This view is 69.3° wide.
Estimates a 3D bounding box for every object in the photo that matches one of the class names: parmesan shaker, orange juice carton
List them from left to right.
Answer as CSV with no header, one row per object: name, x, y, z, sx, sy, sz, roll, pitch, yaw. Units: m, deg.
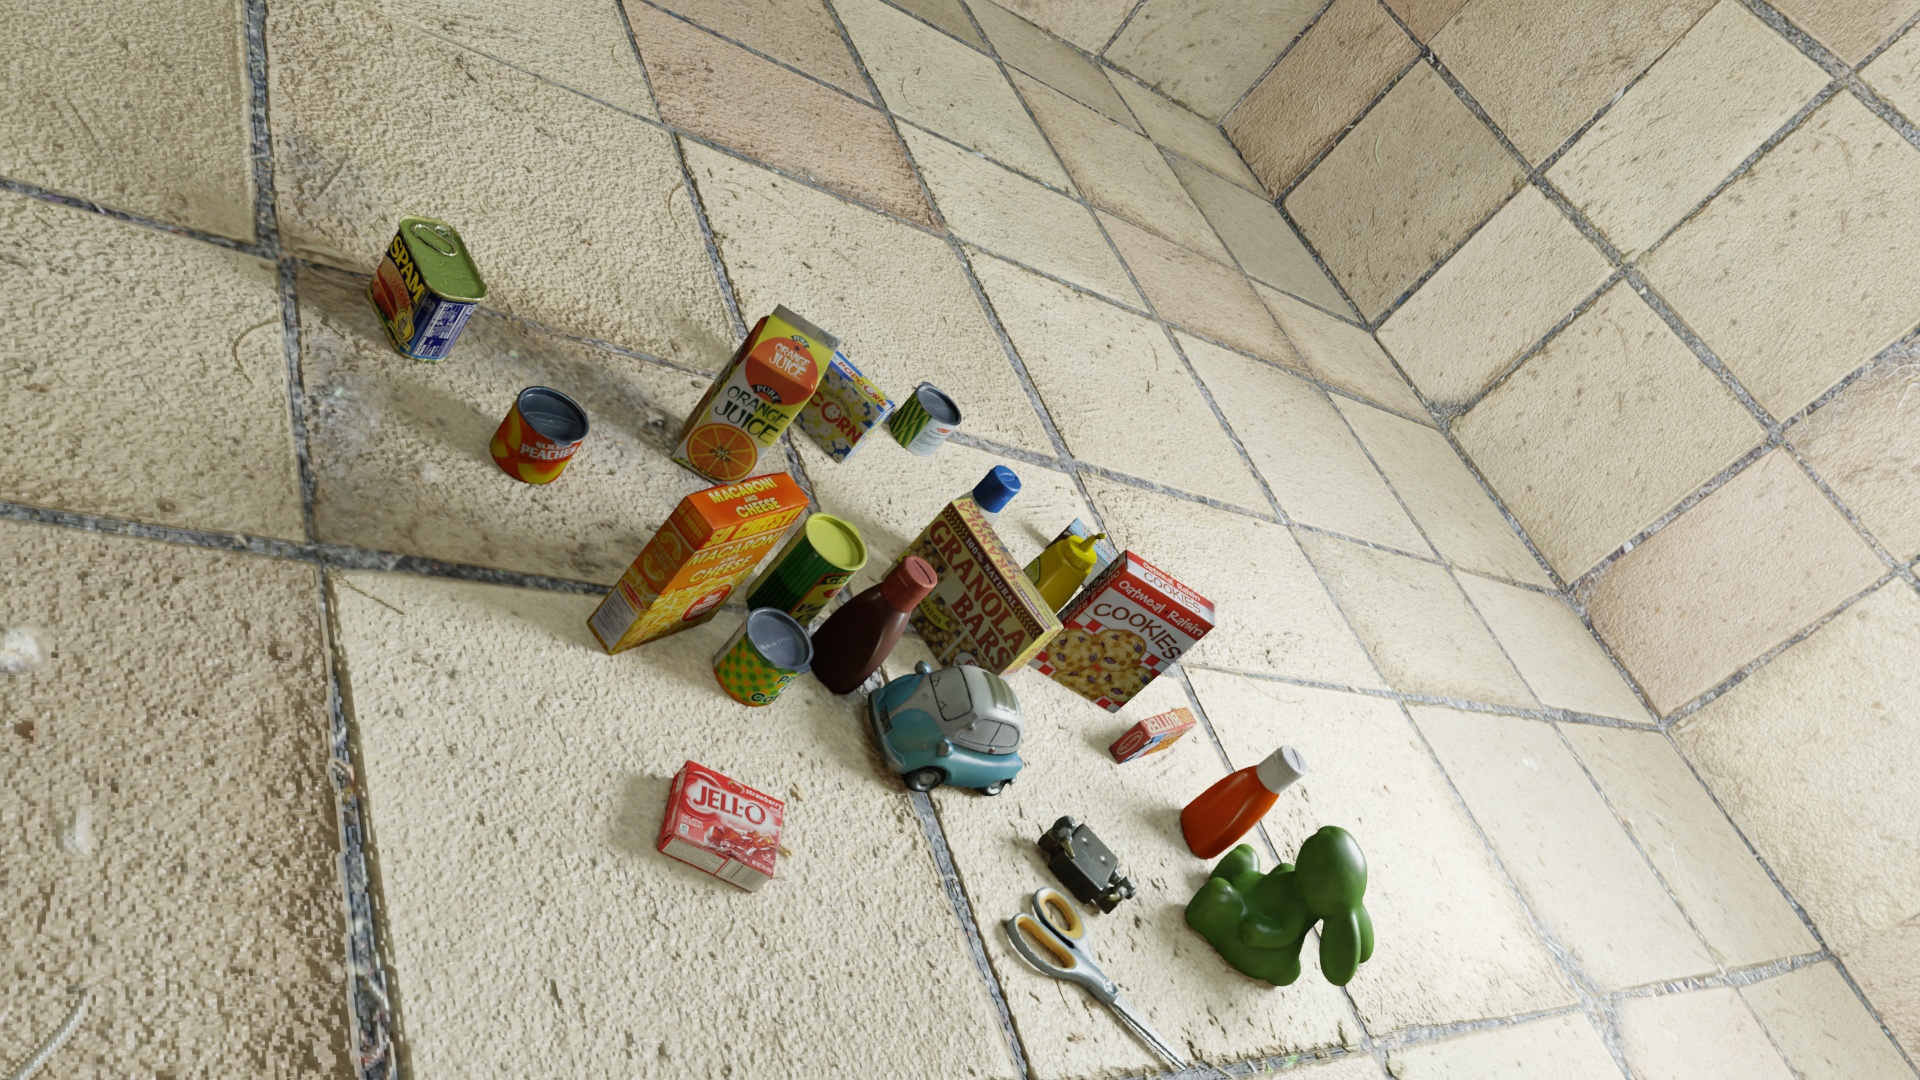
orange juice carton,-0.194,-0.142,1.332,0.072,0.192,0.073,31,32,-20
parmesan shaker,-0.140,0.031,1.269,0.071,0.102,0.072,30,33,-22

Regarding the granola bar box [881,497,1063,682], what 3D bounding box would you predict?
granola bar box,0.009,0.060,1.384,0.039,0.123,0.166,-9,58,-54

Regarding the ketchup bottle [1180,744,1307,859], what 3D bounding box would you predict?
ketchup bottle,0.292,0.266,1.433,0.043,0.148,0.065,27,34,-26

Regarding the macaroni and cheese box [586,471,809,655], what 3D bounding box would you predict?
macaroni and cheese box,-0.215,0.017,1.137,0.040,0.165,0.124,51,31,12

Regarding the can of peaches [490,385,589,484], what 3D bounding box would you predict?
can of peaches,-0.364,-0.089,1.202,0.071,0.057,0.071,30,33,-22

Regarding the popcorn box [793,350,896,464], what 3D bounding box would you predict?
popcorn box,-0.145,-0.157,1.513,0.127,0.085,0.038,44,30,1

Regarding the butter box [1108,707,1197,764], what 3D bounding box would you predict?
butter box,0.209,0.210,1.499,0.104,0.053,0.024,-5,55,-51

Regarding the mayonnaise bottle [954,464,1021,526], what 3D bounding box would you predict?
mayonnaise bottle,0.005,-0.018,1.453,0.065,0.147,0.041,-5,55,-52

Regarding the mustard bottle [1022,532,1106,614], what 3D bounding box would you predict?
mustard bottle,0.099,0.038,1.479,0.049,0.159,0.065,29,33,-23

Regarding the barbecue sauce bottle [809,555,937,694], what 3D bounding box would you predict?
barbecue sauce bottle,-0.078,0.073,1.244,0.065,0.148,0.044,53,32,16

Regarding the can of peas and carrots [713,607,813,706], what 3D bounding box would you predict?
can of peas and carrots,-0.168,0.102,1.192,0.071,0.058,0.071,30,33,-22

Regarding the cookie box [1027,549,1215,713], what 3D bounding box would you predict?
cookie box,0.170,0.099,1.480,0.123,0.166,0.040,31,32,-20

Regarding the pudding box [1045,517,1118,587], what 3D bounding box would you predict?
pudding box,0.150,0.019,1.671,0.084,0.049,0.030,43,30,0

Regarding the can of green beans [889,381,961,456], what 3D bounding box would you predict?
can of green beans,-0.042,-0.141,1.639,0.071,0.057,0.071,30,33,-22
